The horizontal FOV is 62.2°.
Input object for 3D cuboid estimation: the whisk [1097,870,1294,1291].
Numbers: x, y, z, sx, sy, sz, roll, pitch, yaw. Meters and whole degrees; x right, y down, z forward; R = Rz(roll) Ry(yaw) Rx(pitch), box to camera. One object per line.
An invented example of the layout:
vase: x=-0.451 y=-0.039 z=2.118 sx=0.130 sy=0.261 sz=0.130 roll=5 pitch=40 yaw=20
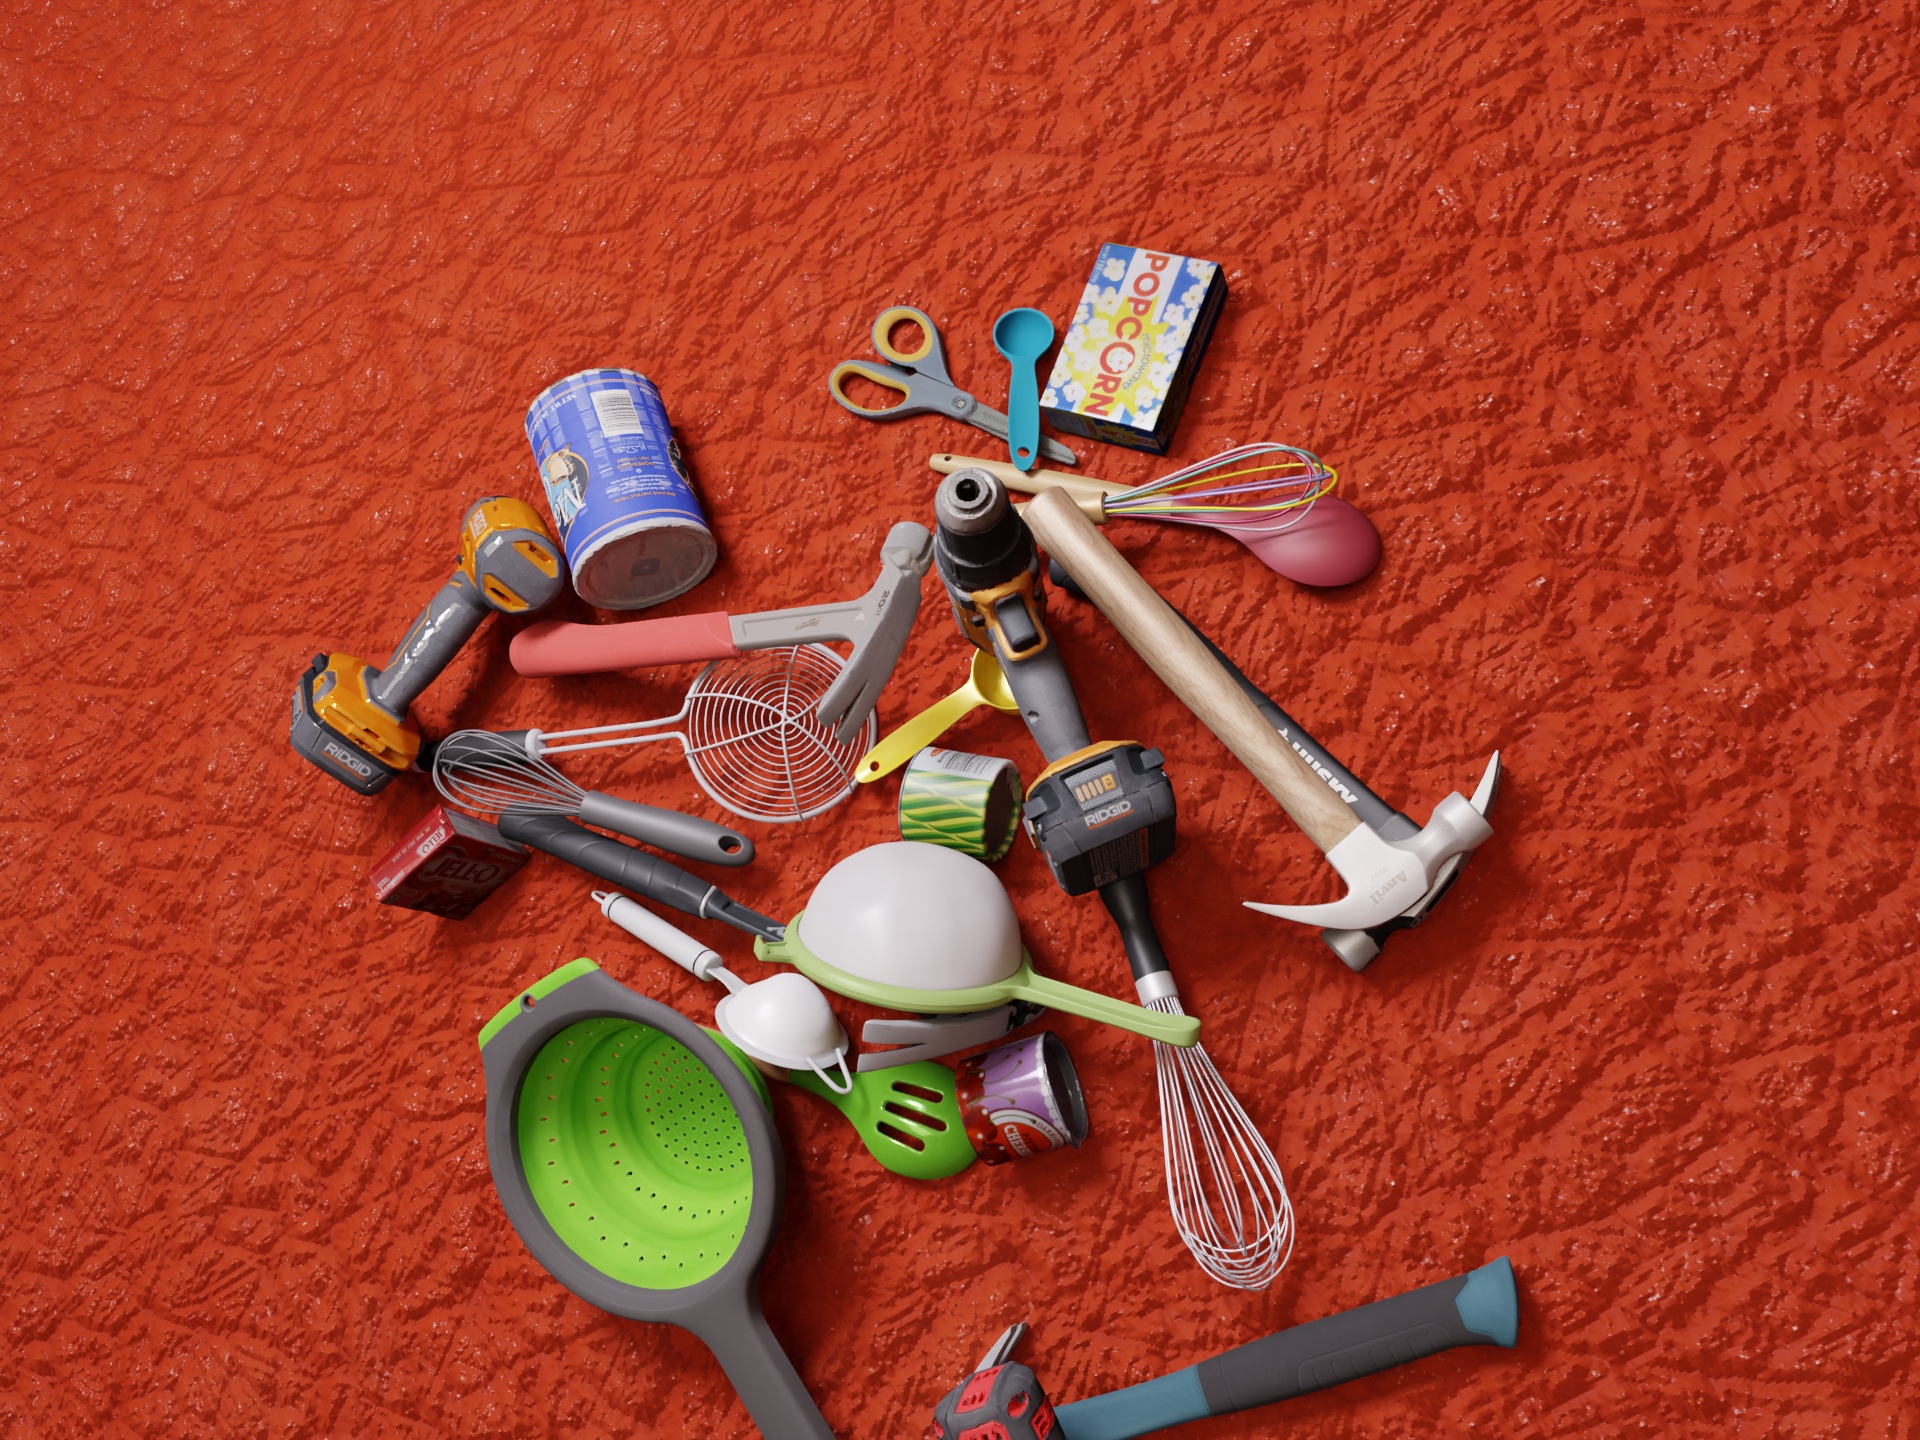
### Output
whisk: x=0.125 y=0.187 z=0.925 sx=0.070 sy=0.070 sz=0.285 roll=-23 pitch=63 yaw=13

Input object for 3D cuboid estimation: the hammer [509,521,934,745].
hammer: x=-0.177 y=-0.046 z=1.033 sx=0.359 sy=0.036 sz=0.149 roll=-3 pitch=51 yaw=39

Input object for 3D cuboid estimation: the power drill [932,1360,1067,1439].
power drill: x=-0.029 y=0.447 z=0.857 sx=0.219 sy=0.078 sz=0.143 roll=-26 pitch=88 yaw=17

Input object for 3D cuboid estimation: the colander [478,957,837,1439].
colander: x=-0.139 y=0.323 z=0.972 sx=0.204 sy=0.094 sz=0.397 roll=-35 pitch=83 yaw=23

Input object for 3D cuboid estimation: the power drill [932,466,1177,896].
power drill: x=0.046 y=-0.027 z=0.913 sx=0.084 sy=0.185 sz=0.226 roll=-23 pitch=70 yaw=0

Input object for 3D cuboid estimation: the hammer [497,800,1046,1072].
hammer: x=-0.151 y=0.125 z=1.018 sx=0.409 sy=0.149 sz=0.036 roll=18 pitch=106 yaw=31

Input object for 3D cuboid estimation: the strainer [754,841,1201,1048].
strainer: x=0.020 y=0.123 z=0.920 sx=0.256 sy=0.151 sz=0.069 roll=14 pitch=105 yaw=24

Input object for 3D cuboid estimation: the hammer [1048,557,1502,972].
hammer: x=0.174 y=-0.015 z=0.973 sx=0.146 sy=0.035 sz=0.335 roll=-46 pitch=64 yaw=4

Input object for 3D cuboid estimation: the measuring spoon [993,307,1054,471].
measuring spoon: x=0.043 y=-0.222 z=1.084 sx=0.042 sy=0.021 sz=0.129 roll=0 pitch=69 yaw=3

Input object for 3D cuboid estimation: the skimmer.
skimmer: x=-0.234 y=0.016 z=1.122 sx=0.363 sy=0.090 sz=0.127 roll=-6 pitch=80 yaw=30

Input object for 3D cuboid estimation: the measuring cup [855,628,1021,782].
measuring cup: x=-0.002 y=-0.003 z=1.041 sx=0.156 sy=0.029 sz=0.062 roll=-35 pitch=66 yaw=11

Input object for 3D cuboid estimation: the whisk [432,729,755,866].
whisk: x=-0.248 y=0.056 z=1.070 sx=0.239 sy=0.055 sz=0.055 roll=16 pitch=81 yaw=10

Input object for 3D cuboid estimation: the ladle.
ladle: x=0.117 y=-0.143 z=1.035 sx=0.315 sy=0.031 sz=0.069 roll=15 pitch=62 yaw=26

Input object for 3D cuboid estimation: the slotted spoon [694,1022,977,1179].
slotted spoon: x=-0.129 y=0.221 z=1.024 sx=0.314 sy=0.031 sz=0.070 roll=12 pitch=73 yaw=25

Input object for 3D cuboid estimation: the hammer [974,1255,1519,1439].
hammer: x=0.148 y=0.365 z=0.873 sx=0.331 sy=0.033 sz=0.128 roll=-23 pitch=69 yaw=13

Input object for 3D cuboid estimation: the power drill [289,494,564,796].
power drill: x=-0.385 y=-0.069 z=1.162 sx=0.226 sy=0.084 sz=0.164 roll=-47 pitch=30 yaw=3

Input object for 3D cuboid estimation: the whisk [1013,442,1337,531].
whisk: x=0.111 y=-0.135 z=0.992 sx=0.245 sy=0.051 sz=0.047 roll=-5 pitch=64 yaw=23

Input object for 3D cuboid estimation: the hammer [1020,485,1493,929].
hammer: x=0.146 y=-0.014 z=0.933 sx=0.130 sy=0.031 sz=0.331 roll=-43 pitch=70 yaw=7

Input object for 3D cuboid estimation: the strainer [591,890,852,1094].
strainer: x=-0.159 y=0.161 z=1.032 sx=0.259 sy=0.086 sz=0.050 roll=24 pitch=107 yaw=35
